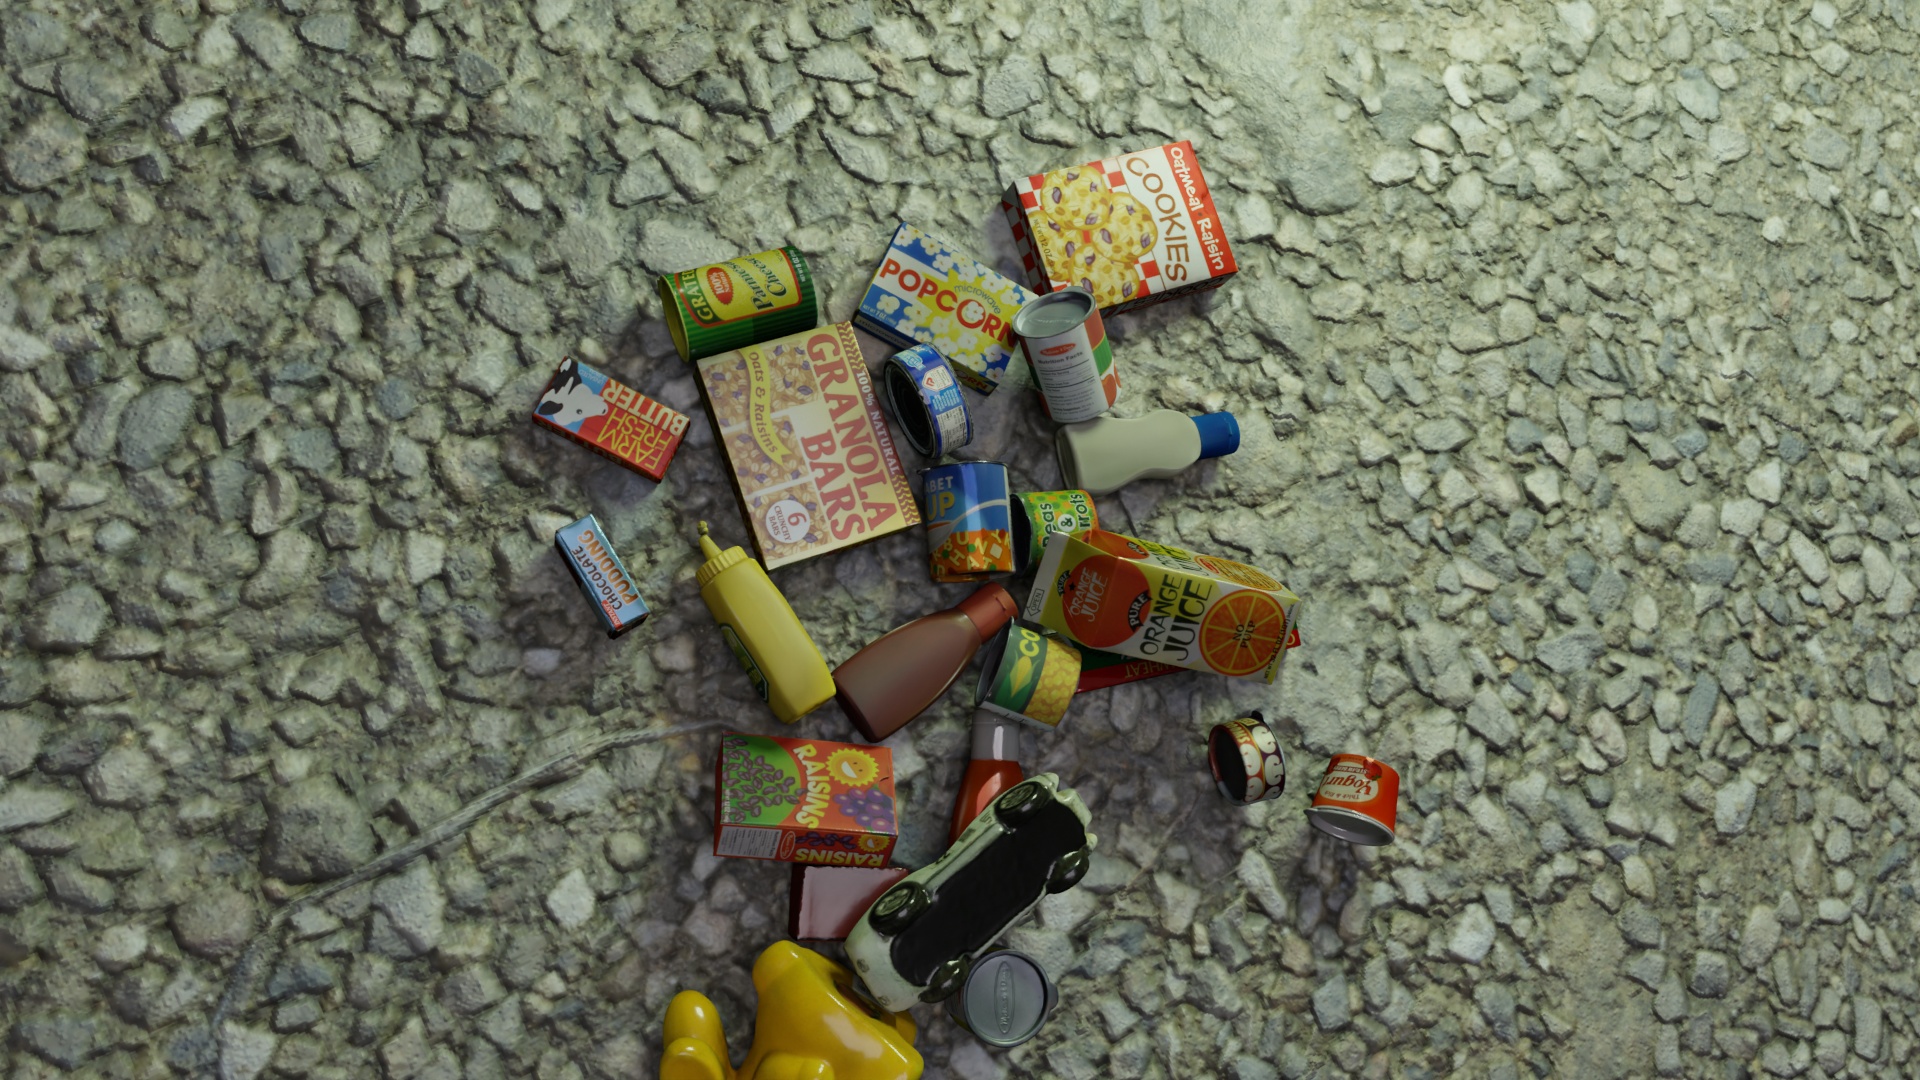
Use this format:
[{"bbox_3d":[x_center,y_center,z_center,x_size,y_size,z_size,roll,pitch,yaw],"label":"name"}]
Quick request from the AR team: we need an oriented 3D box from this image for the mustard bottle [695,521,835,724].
[{"bbox_3d":[-0.150,0.056,1.003,0.049,0.065,0.160,-31,83,-23],"label":"mustard bottle"}]

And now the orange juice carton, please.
[{"bbox_3d":[0.145,0.045,1.030,0.193,0.073,0.071,13,104,-16],"label":"orange juice carton"}]

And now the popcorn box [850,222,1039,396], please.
[{"bbox_3d":[-0.012,-0.182,1.098,0.127,0.038,0.085,27,73,-9],"label":"popcorn box"}]

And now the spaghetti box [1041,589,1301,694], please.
[{"bbox_3d":[0.152,0.083,1.096,0.251,0.028,0.050,-10,83,-17],"label":"spaghetti box"}]

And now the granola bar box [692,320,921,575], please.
[{"bbox_3d":[-0.116,-0.070,1.047,0.124,0.039,0.165,-18,84,-17],"label":"granola bar box"}]

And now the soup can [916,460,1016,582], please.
[{"bbox_3d":[0.004,-0.013,1.055,0.071,0.071,0.084,-2,80,-16],"label":"soup can"}]

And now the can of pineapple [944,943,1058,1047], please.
[{"bbox_3d":[0.027,0.326,0.998,0.071,0.057,0.071,3,79,-15],"label":"can of pineapple"}]

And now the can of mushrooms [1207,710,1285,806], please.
[{"bbox_3d":[0.221,0.169,1.078,0.033,0.071,0.071,-11,83,-16],"label":"can of mushrooms"}]

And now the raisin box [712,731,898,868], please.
[{"bbox_3d":[-0.109,0.182,0.977,0.123,0.039,0.086,8,36,-14],"label":"raisin box"}]

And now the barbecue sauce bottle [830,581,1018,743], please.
[{"bbox_3d":[-0.024,0.085,1.040,0.149,0.043,0.065,-35,89,-19],"label":"barbecue sauce bottle"}]

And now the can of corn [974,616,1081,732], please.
[{"bbox_3d":[0.050,0.098,1.014,0.058,0.071,0.071,22,75,-7],"label":"can of corn"}]

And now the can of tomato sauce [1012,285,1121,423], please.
[{"bbox_3d":[0.085,-0.145,1.086,0.071,0.071,0.082,-37,128,-18],"label":"can of tomato sauce"}]

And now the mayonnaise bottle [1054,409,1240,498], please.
[{"bbox_3d":[0.153,-0.075,1.122,0.148,0.041,0.065,-11,83,-18],"label":"mayonnaise bottle"}]

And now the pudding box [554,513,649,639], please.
[{"bbox_3d":[-0.255,0.026,0.984,0.030,0.049,0.083,-31,89,-20],"label":"pudding box"}]

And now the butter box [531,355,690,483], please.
[{"bbox_3d":[-0.255,-0.088,1.020,0.103,0.024,0.053,27,73,-9],"label":"butter box"}]

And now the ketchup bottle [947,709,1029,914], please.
[{"bbox_3d":[0.024,0.201,1.030,0.065,0.043,0.149,7,77,-17],"label":"ketchup bottle"}]

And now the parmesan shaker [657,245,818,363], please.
[{"bbox_3d":[-0.167,-0.180,1.042,0.103,0.071,0.071,-18,85,-18],"label":"parmesan shaker"}]

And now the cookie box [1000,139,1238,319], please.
[{"bbox_3d":[0.133,-0.253,1.151,0.168,0.040,0.123,-17,84,-18],"label":"cookie box"}]

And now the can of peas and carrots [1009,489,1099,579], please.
[{"bbox_3d":[0.070,-0.006,1.069,0.059,0.071,0.071,-4,81,-17],"label":"can of peas and carrots"}]

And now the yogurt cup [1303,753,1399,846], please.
[{"bbox_3d":[0.314,0.204,1.100,0.072,0.072,0.054,27,66,-9],"label":"yogurt cup"}]
